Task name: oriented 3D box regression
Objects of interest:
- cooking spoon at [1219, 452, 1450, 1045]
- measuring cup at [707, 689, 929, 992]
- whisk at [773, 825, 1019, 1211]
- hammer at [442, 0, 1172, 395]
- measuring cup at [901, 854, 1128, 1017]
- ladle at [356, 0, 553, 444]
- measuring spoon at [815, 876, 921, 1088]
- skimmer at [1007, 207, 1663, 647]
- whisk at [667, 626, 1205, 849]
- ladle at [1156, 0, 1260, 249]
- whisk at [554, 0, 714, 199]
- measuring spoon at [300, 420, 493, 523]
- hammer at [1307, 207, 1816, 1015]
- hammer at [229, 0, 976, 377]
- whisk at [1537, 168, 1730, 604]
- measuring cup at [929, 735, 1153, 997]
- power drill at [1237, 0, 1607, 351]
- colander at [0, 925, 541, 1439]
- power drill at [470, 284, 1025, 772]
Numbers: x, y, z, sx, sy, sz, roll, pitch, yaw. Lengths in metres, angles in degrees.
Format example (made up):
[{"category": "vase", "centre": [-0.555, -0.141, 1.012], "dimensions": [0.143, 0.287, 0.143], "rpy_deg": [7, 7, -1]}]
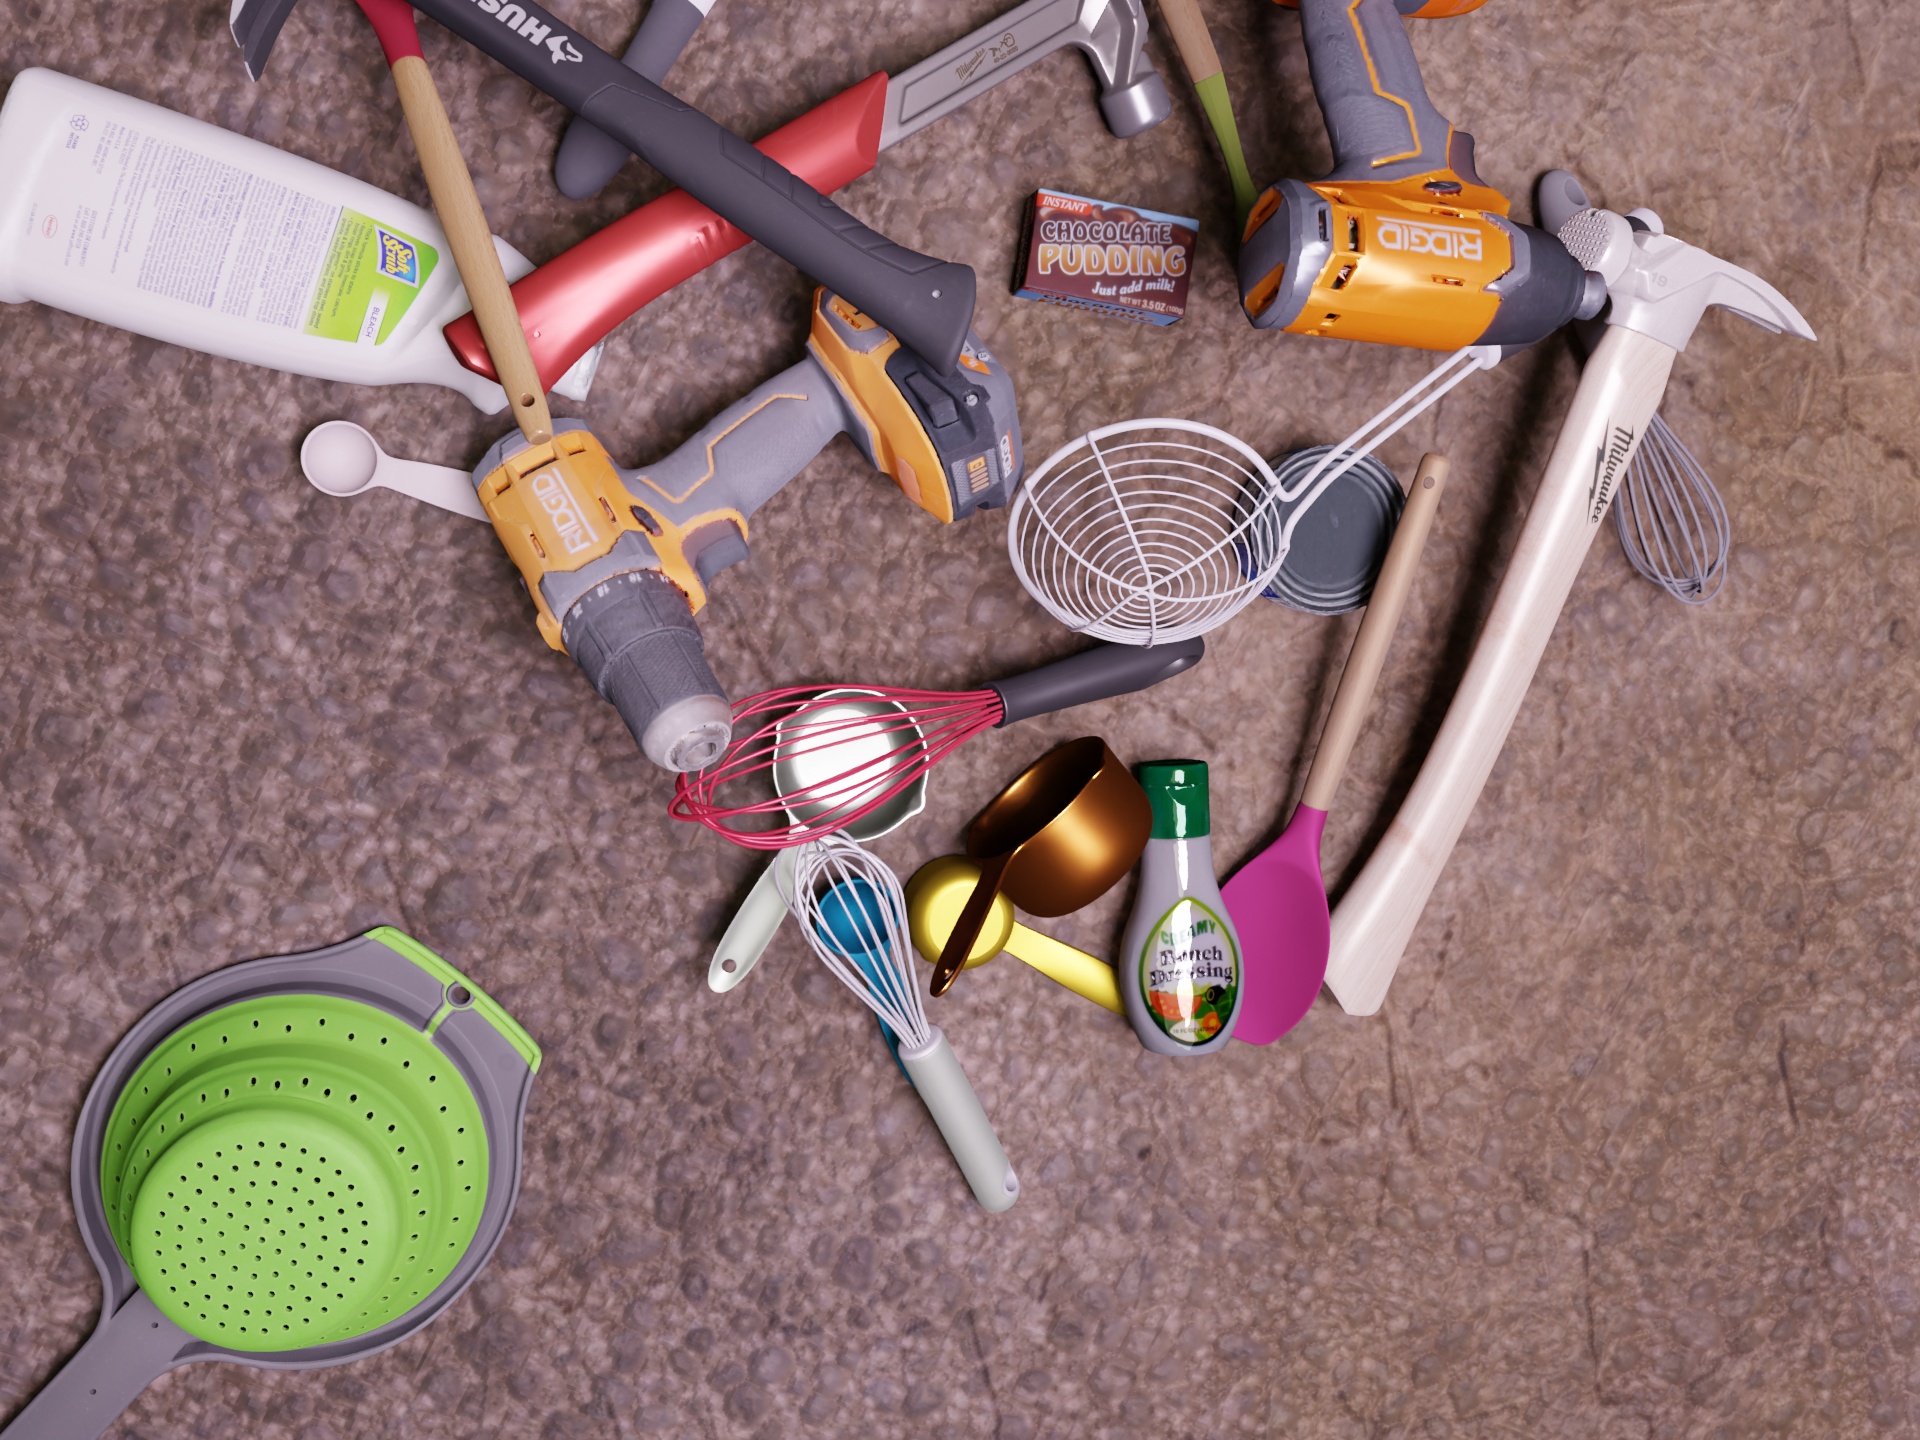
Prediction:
[{"category": "cooking spoon", "centre": [0.189, 0.020, 0.809], "dimensions": [0.069, 0.017, 0.319], "rpy_deg": [21, 105, 19]}, {"category": "measuring cup", "centre": [-0.079, 0.058, 0.785], "dimensions": [0.083, 0.038, 0.167], "rpy_deg": [31, 93, -13]}, {"category": "whisk", "centre": [-0.024, 0.153, 0.785], "dimensions": [0.059, 0.058, 0.246], "rpy_deg": [-13, 117, 25]}, {"category": "hammer", "centre": [-0.072, -0.260, 0.710], "dimensions": [0.359, 0.037, 0.149], "rpy_deg": [-34, 113, -13]}, {"category": "measuring cup", "centre": [0.042, 0.122, 0.818], "dimensions": [0.156, 0.029, 0.062], "rpy_deg": [28, 91, -13]}, {"category": "ladle", "centre": [-0.224, -0.255, 0.670], "dimensions": [0.069, 0.031, 0.315], "rpy_deg": [-20, 77, -8]}, {"category": "measuring spoon", "centre": [-0.039, 0.134, 0.815], "dimensions": [0.042, 0.021, 0.128], "rpy_deg": [-22, 110, -4]}, {"category": "skimmer", "centre": [0.187, -0.158, 0.767], "dimensions": [0.363, 0.090, 0.127], "rpy_deg": [-37, 135, -16]}, {"category": "whisk", "centre": [-0.001, -0.002, 0.747], "dimensions": [0.295, 0.073, 0.073], "rpy_deg": [-17, 101, -29]}, {"category": "ladle", "centre": [0.115, -0.330, 0.738], "dimensions": [0.062, 0.078, 0.320], "rpy_deg": [-20, 110, 23]}, {"category": "whisk", "centre": [-0.105, -0.360, 0.721], "dimensions": [0.070, 0.070, 0.284], "rpy_deg": [32, 96, -13]}, {"category": "measuring spoon", "centre": [-0.244, -0.109, 0.747], "dimensions": [0.124, 0.018, 0.034], "rpy_deg": [15, 89, -19]}, {"category": "hammer", "centre": [0.283, -0.033, 0.801], "dimensions": [0.146, 0.038, 0.410], "rpy_deg": [12, 108, -25]}, {"category": "hammer", "centre": [-0.135, -0.244, 0.650], "dimensions": [0.335, 0.035, 0.146], "rpy_deg": [35, 72, 2]}, {"category": "whisk", "centre": [0.349, -0.173, 0.830], "dimensions": [0.055, 0.055, 0.239], "rpy_deg": [-22, 96, -7]}, {"category": "measuring cup", "centre": [0.036, 0.081, 0.753], "dimensions": [0.052, 0.095, 0.174], "rpy_deg": [47, 44, -16]}, {"category": "power drill", "centre": [0.204, -0.271, 0.697], "dimensions": [0.164, 0.084, 0.226], "rpy_deg": [4, 79, -15]}, {"category": "colander", "centre": [-0.366, 0.278, 0.729], "dimensions": [0.204, 0.094, 0.397], "rpy_deg": [43, 88, -12]}, {"category": "power drill", "centre": [-0.083, -0.092, 0.700], "dimensions": [0.226, 0.084, 0.186], "rpy_deg": [-29, 61, -9]}]
